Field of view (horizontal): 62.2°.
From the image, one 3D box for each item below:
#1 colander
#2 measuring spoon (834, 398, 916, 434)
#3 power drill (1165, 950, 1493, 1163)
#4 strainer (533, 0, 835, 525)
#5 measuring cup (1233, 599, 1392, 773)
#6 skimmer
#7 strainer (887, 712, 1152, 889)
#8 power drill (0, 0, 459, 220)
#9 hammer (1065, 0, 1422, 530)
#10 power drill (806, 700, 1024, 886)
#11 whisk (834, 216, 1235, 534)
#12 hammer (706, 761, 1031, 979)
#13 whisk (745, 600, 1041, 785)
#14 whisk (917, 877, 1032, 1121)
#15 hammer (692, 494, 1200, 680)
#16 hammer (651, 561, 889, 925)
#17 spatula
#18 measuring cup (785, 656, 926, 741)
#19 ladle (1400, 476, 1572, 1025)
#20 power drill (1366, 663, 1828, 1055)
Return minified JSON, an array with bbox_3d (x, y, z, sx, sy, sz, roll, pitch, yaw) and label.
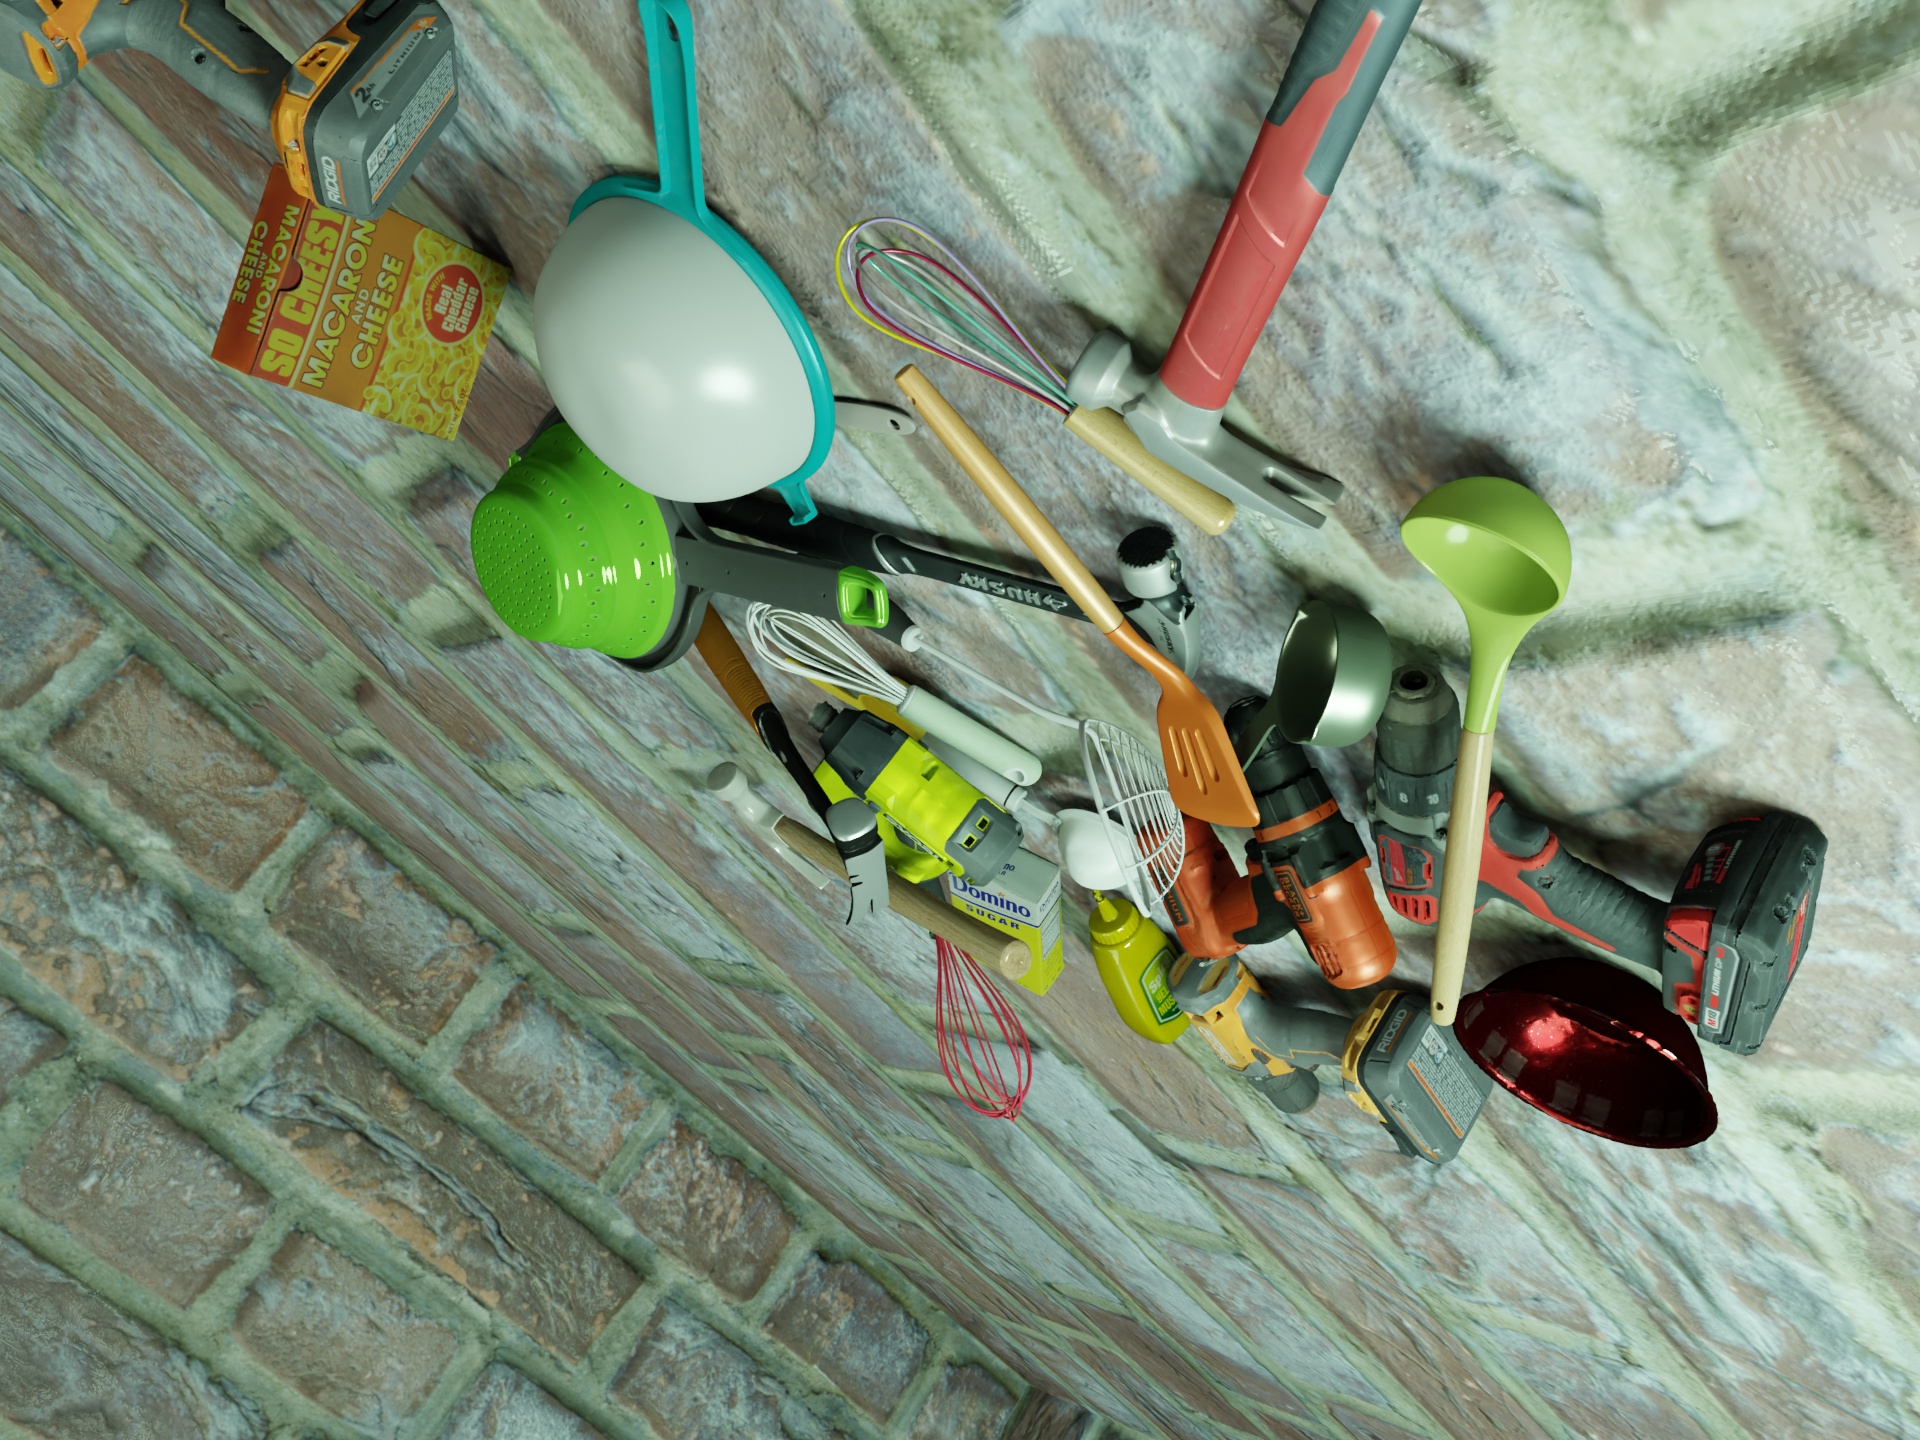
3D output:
[{"bbox_3d":[-0.219,-0.103,1.082,0.397,0.094,0.204,16,120,38],"label":"colander"},{"bbox_3d":[-0.078,-0.182,0.961,0.124,0.018,0.034,16,148,36],"label":"measuring spoon"},{"bbox_3d":[0.281,0.259,1.202,0.226,0.084,0.185,8,143,51],"label":"power drill"},{"bbox_3d":[-0.177,-0.237,0.887,0.211,0.095,0.340,35,152,15],"label":"strainer"},{"bbox_3d":[0.187,-0.001,0.871,0.038,0.083,0.167,8,150,-10],"label":"measuring cup"},{"bbox_3d":[-0.002,-0.003,1.049,0.363,0.090,0.127,32,172,25],"label":"skimmer"},{"bbox_3d":[0.047,0.066,1.205,0.258,0.050,0.086,33,152,14],"label":"strainer"},{"bbox_3d":[-0.399,-0.389,0.879,0.226,0.164,0.084,24,154,-4],"label":"power drill"},{"bbox_3d":[0.146,-0.214,0.616,0.143,0.038,0.386,32,154,6],"label":"hammer"},{"bbox_3d":[-0.049,0.056,1.199,0.171,0.080,0.223,39,168,-2],"label":"power drill"},{"bbox_3d":[0.039,-0.171,0.814,0.245,0.047,0.051,36,169,-8],"label":"whisk"},{"bbox_3d":[-0.068,0.126,1.248,0.332,0.031,0.129,23,159,43],"label":"hammer"},{"bbox_3d":[-0.045,-0.020,1.143,0.246,0.059,0.057,31,140,-13],"label":"whisk"},{"bbox_3d":[-0.008,0.189,1.291,0.073,0.073,0.296,85,166,-57],"label":"whisk"},{"bbox_3d":[-0.027,-0.100,1.022,0.409,0.036,0.149,19,150,33],"label":"hammer"},{"bbox_3d":[-0.145,-0.006,1.153,0.337,0.034,0.127,54,161,32],"label":"hammer"},{"bbox_3d":[0.065,-0.063,0.876,0.322,0.041,0.081,48,162,-23],"label":"spatula"},{"bbox_3d":[-0.080,-0.028,1.226,0.157,0.029,0.062,28,160,40],"label":"measuring cup"},{"bbox_3d":[0.243,0.030,0.774,0.078,0.062,0.320,25,131,39],"label":"ladle"},{"bbox_3d":[0.319,0.065,0.834,0.227,0.080,0.187,21,148,35],"label":"power drill"}]
